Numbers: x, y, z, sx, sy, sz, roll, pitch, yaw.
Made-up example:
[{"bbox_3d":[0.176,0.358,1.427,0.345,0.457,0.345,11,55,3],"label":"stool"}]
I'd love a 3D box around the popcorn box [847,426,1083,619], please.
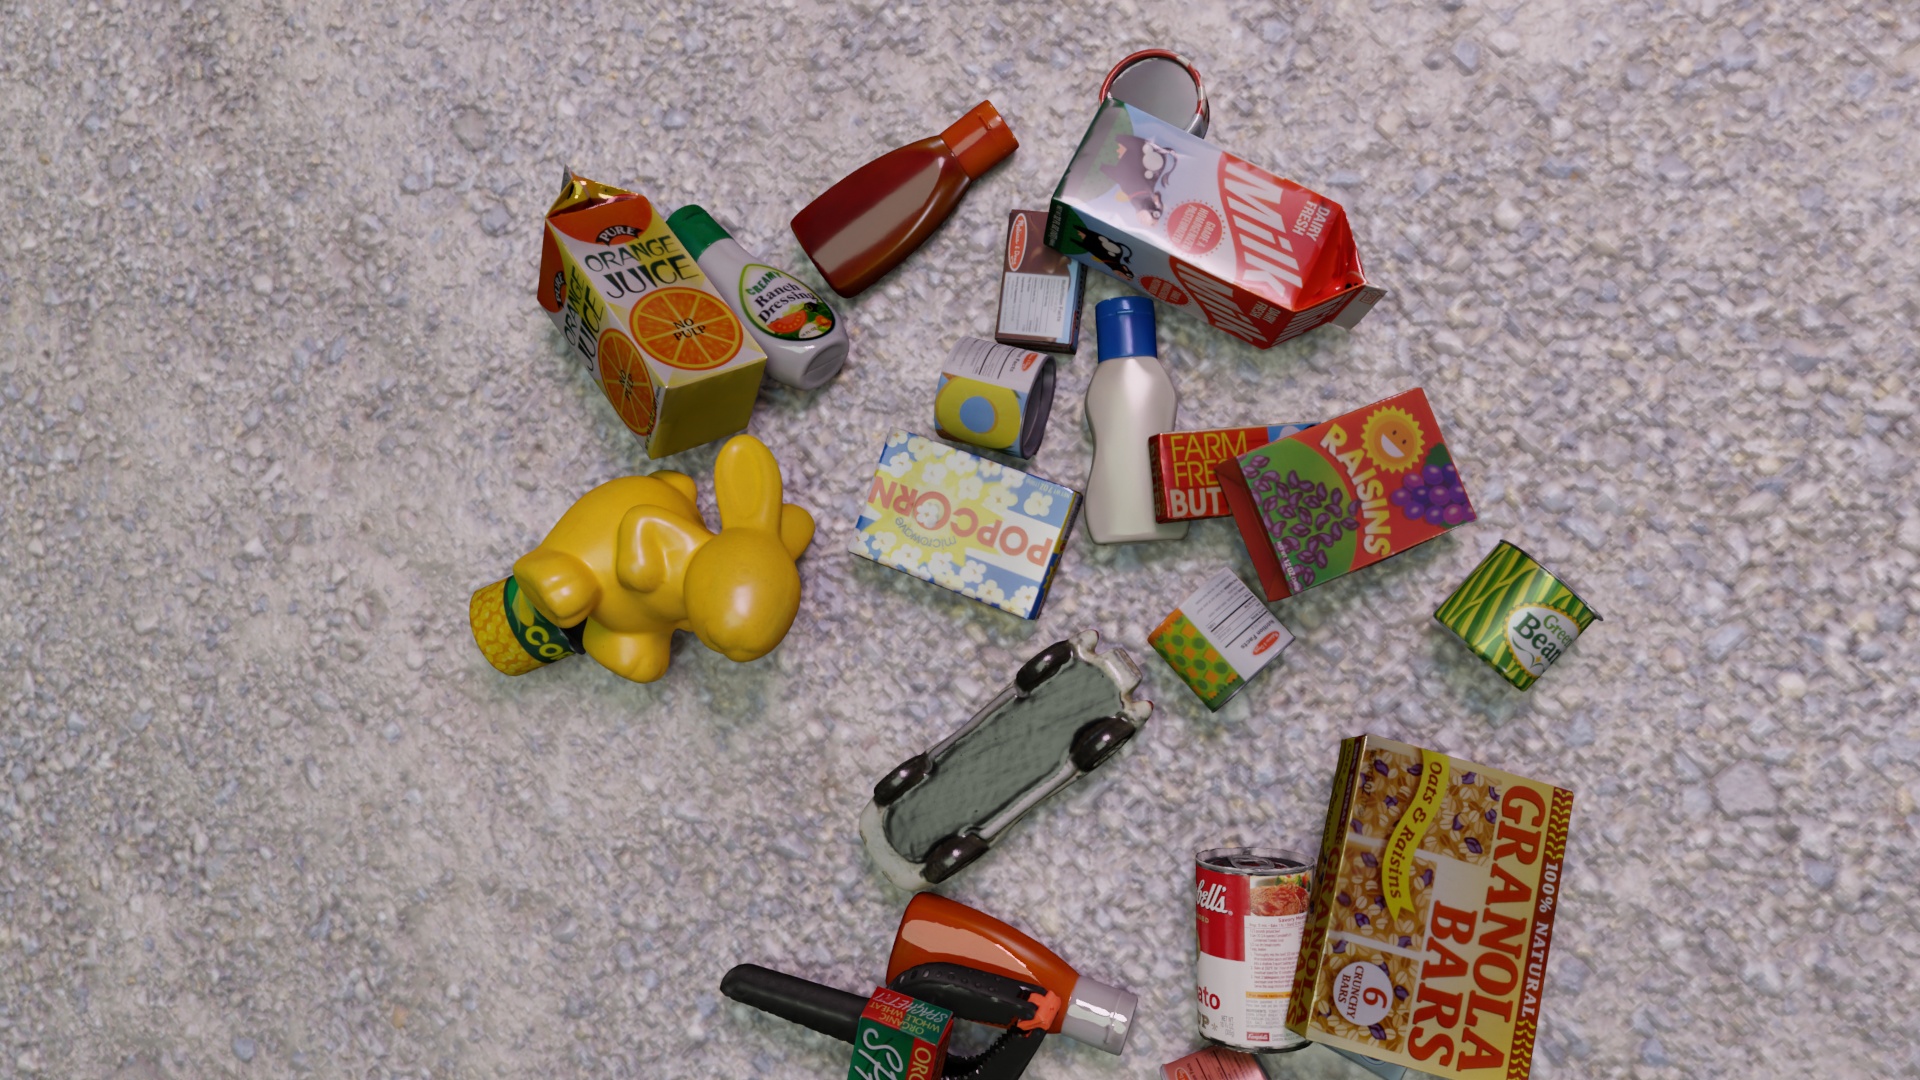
[{"bbox_3d":[0.003,-0.011,0.865,0.127,0.038,0.085,20,93,14],"label":"popcorn box"}]

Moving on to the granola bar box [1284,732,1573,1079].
[{"bbox_3d":[0.257,0.203,0.762,0.124,0.039,0.166,16,77,-2],"label":"granola bar box"}]

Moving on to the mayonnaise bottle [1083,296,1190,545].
[{"bbox_3d":[0.104,-0.072,0.844,0.065,0.041,0.148,-3,85,6],"label":"mayonnaise bottle"}]

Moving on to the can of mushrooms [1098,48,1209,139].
[{"bbox_3d":[0.118,-0.267,0.853,0.071,0.033,0.071,0,88,14],"label":"can of mushrooms"}]

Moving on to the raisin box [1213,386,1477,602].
[{"bbox_3d":[0.219,-0.026,0.791,0.123,0.040,0.086,-21,85,-12],"label":"raisin box"}]

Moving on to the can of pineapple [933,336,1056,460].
[{"bbox_3d":[0.021,-0.086,0.851,0.058,0.071,0.071,15,91,14],"label":"can of pineapple"}]

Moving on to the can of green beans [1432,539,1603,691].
[{"bbox_3d":[0.308,0.042,0.776,0.071,0.071,0.057,42,98,12],"label":"can of green beans"}]

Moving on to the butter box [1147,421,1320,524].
[{"bbox_3d":[0.163,-0.040,0.816,0.104,0.024,0.053,-5,86,-13],"label":"butter box"}]

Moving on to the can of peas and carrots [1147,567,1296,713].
[{"bbox_3d":[0.151,0.059,0.814,0.071,0.071,0.059,-44,79,8],"label":"can of peas and carrots"}]

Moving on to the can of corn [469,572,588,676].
[{"bbox_3d":[-0.279,0.052,0.913,0.058,0.071,0.071,-22,83,13],"label":"can of corn"}]

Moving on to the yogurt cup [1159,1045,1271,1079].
[{"bbox_3d":[0.154,0.323,0.801,0.054,0.072,0.072,-30,81,2],"label":"yogurt cup"}]

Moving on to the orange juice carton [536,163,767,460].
[{"bbox_3d":[-0.209,-0.151,0.884,0.193,0.073,0.071,52,144,20],"label":"orange juice carton"}]

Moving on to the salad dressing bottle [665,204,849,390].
[{"bbox_3d":[-0.136,-0.159,0.898,0.064,0.043,0.148,-34,69,-33],"label":"salad dressing bottle"}]

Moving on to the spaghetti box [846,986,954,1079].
[{"bbox_3d":[-0.052,0.377,0.823,0.050,0.029,0.249,17,112,13],"label":"spaghetti box"}]

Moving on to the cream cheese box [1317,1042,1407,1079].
[{"bbox_3d":[0.250,0.254,0.801,0.053,0.024,0.103,27,94,13],"label":"cream cheese box"}]

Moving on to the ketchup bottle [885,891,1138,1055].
[{"bbox_3d":[0.032,0.267,0.842,0.149,0.043,0.064,18,101,13],"label":"ketchup bottle"}]

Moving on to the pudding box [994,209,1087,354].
[{"bbox_3d":[0.052,-0.161,0.865,0.050,0.030,0.083,7,89,15],"label":"pudding box"}]

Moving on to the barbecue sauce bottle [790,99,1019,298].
[{"bbox_3d":[-0.033,-0.220,0.882,0.148,0.043,0.065,-35,80,9],"label":"barbecue sauce bottle"}]

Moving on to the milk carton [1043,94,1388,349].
[{"bbox_3d":[0.150,-0.174,0.806,0.191,0.072,0.073,27,81,3],"label":"milk carton"}]
